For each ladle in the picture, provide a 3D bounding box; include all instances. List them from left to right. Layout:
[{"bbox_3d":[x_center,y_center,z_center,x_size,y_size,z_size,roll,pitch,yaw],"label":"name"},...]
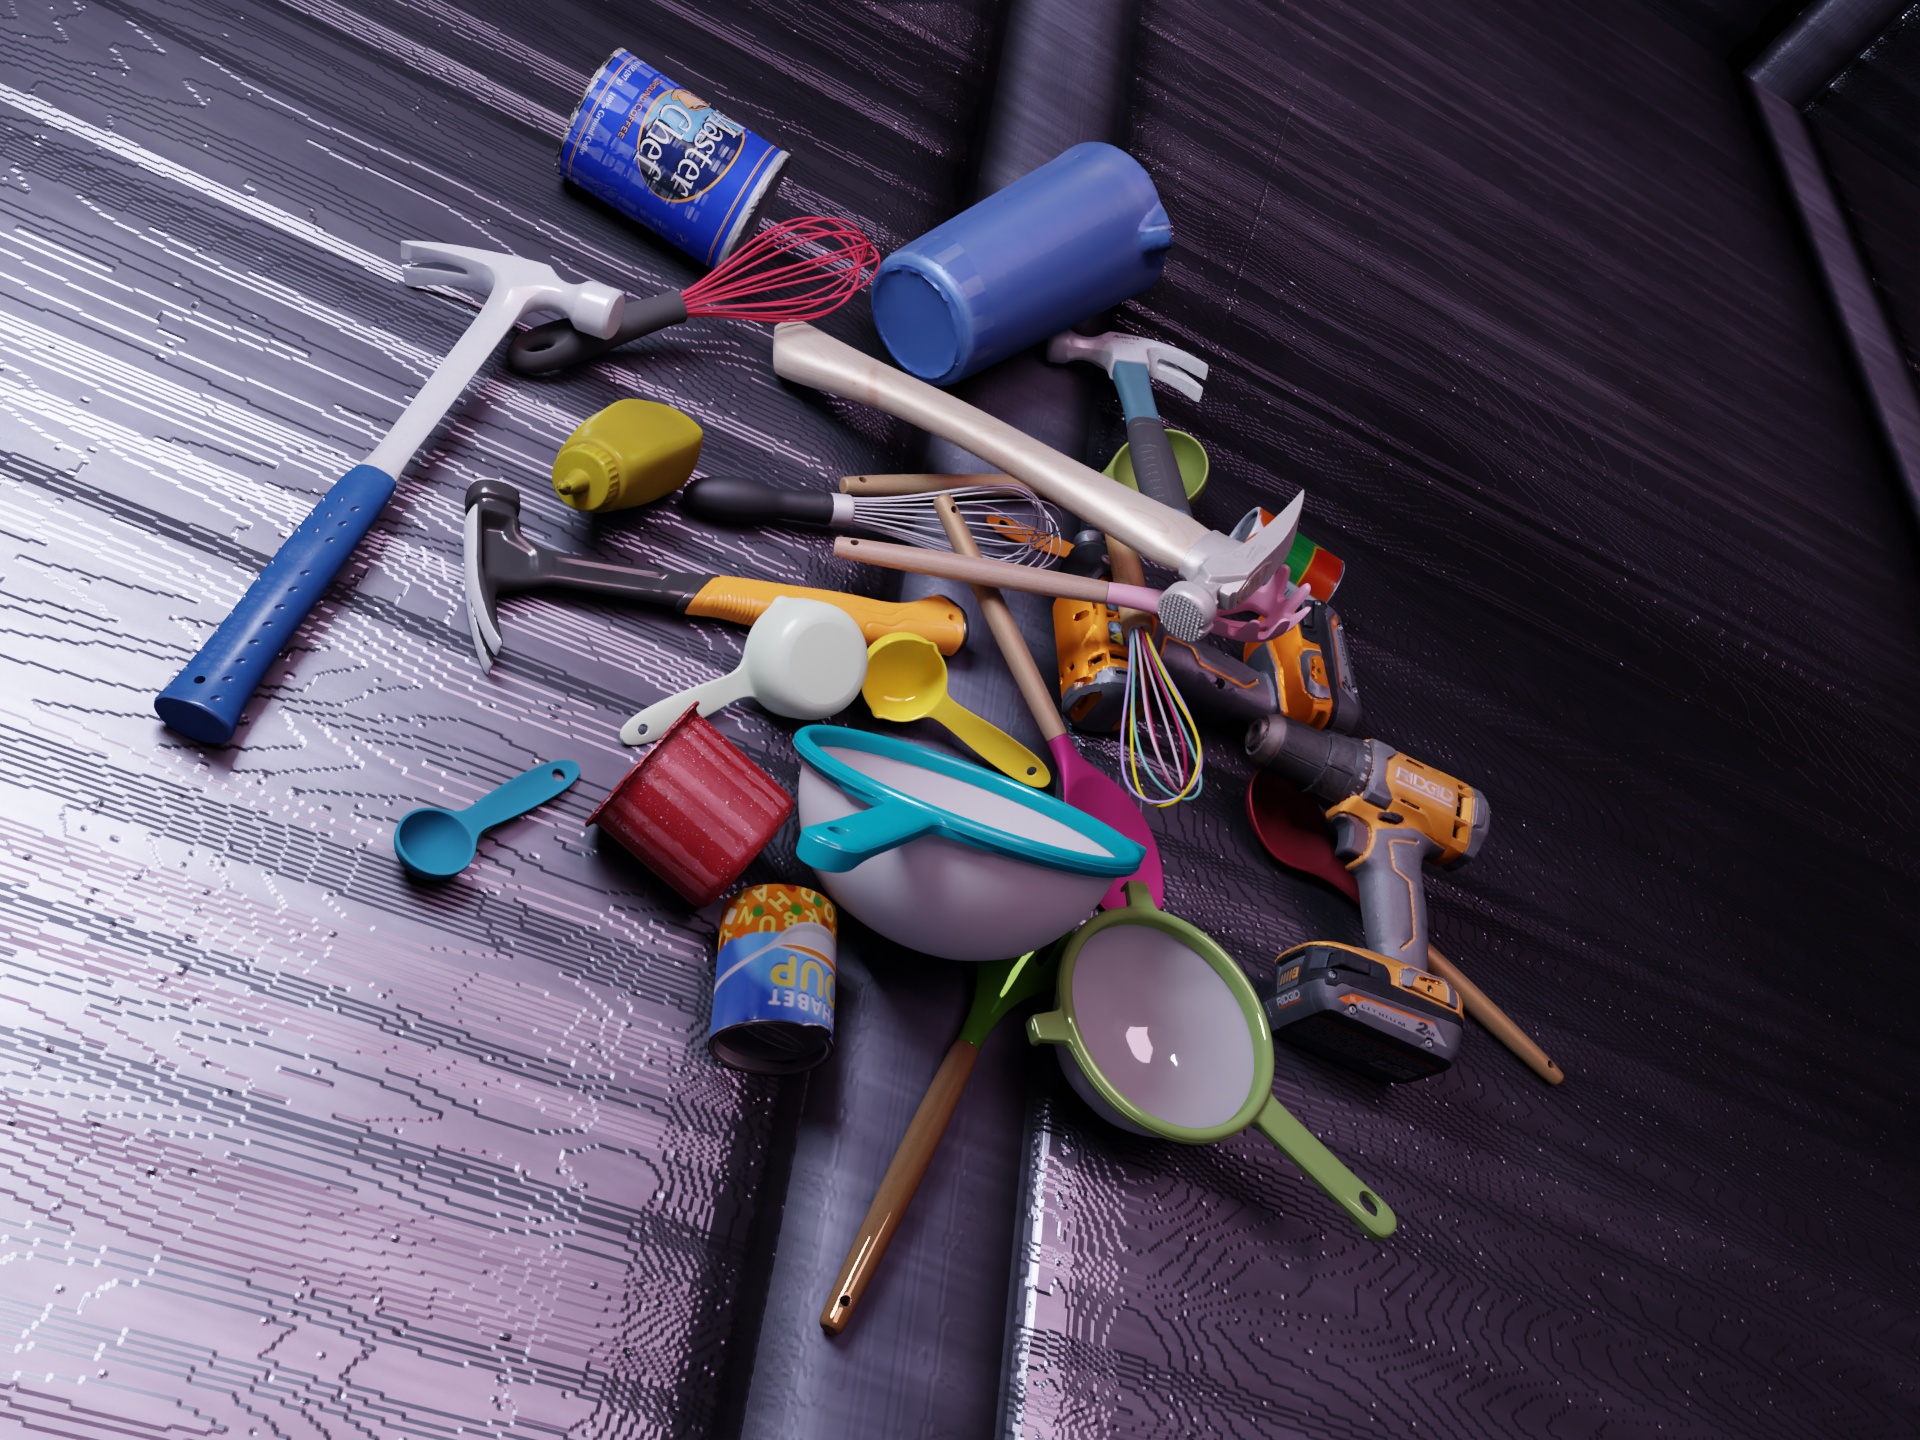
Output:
[{"bbox_3d":[0.055,-0.188,1.212,0.320,0.062,0.078,-5,55,-32],"label":"ladle"},{"bbox_3d":[0.320,0.152,1.151,0.315,0.031,0.069,44,55,0],"label":"ladle"}]

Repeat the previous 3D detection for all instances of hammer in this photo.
[{"bbox_3d":[-0.342,-0.151,0.931,0.144,0.035,0.406,18,51,2],"label":"hammer"},{"bbox_3d":[-0.144,-0.072,1.015,0.336,0.034,0.127,7,54,-29],"label":"hammer"},{"bbox_3d":[0.037,-0.193,1.105,0.411,0.038,0.146,32,53,24],"label":"hammer"},{"bbox_3d":[0.142,-0.219,1.224,0.128,0.033,0.331,5,37,-6],"label":"hammer"}]

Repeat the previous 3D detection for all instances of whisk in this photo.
[{"bbox_3d":[-0.181,-0.296,1.119,0.296,0.073,0.073,-26,74,-28],"label":"whisk"},{"bbox_3d":[-0.055,-0.145,1.114,0.284,0.070,0.070,3,57,-25],"label":"whisk"},{"bbox_3d":[0.127,-0.044,1.071,0.051,0.047,0.245,7,51,-16],"label":"whisk"}]

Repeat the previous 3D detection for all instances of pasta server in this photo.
[{"bbox_3d":[0.072,-0.095,1.058,0.316,0.040,0.060,10,49,1],"label":"pasta server"}]

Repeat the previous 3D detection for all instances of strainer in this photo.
[{"bbox_3d":[-0.027,0.084,0.855,0.211,0.095,0.340,22,8,14],"label":"strainer"},{"bbox_3d":[0.148,0.228,0.957,0.256,0.069,0.151,43,44,1],"label":"strainer"}]

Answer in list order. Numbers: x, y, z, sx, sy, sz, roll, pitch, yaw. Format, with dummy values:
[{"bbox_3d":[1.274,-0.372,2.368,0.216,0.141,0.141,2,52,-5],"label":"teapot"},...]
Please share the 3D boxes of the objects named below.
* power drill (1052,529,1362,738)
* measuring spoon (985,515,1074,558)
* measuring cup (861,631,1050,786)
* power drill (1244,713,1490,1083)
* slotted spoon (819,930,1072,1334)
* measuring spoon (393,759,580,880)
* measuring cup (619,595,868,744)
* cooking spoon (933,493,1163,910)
[{"bbox_3d":[0.173,-0.057,1.176,0.226,0.084,0.164,11,53,-21],"label":"power drill"},{"bbox_3d":[0.072,-0.136,1.214,0.116,0.011,0.021,18,50,-21],"label":"measuring spoon"},{"bbox_3d":[-0.002,-0.003,1.056,0.156,0.062,0.029,36,9,-23],"label":"measuring cup"},{"bbox_3d":[0.266,0.110,1.087,0.185,0.084,0.226,25,58,-13],"label":"power drill"},{"bbox_3d":[-0.005,0.208,0.905,0.070,0.031,0.314,31,48,1],"label":"slotted spoon"},{"bbox_3d":[-0.257,0.053,0.869,0.042,0.021,0.128,47,37,6],"label":"measuring spoon"},{"bbox_3d":[-0.127,-0.020,0.968,0.167,0.038,0.083,-27,112,-31],"label":"measuring cup"},{"bbox_3d":[0.054,-0.011,1.075,0.068,0.017,0.319,-20,81,-34],"label":"cooking spoon"}]
